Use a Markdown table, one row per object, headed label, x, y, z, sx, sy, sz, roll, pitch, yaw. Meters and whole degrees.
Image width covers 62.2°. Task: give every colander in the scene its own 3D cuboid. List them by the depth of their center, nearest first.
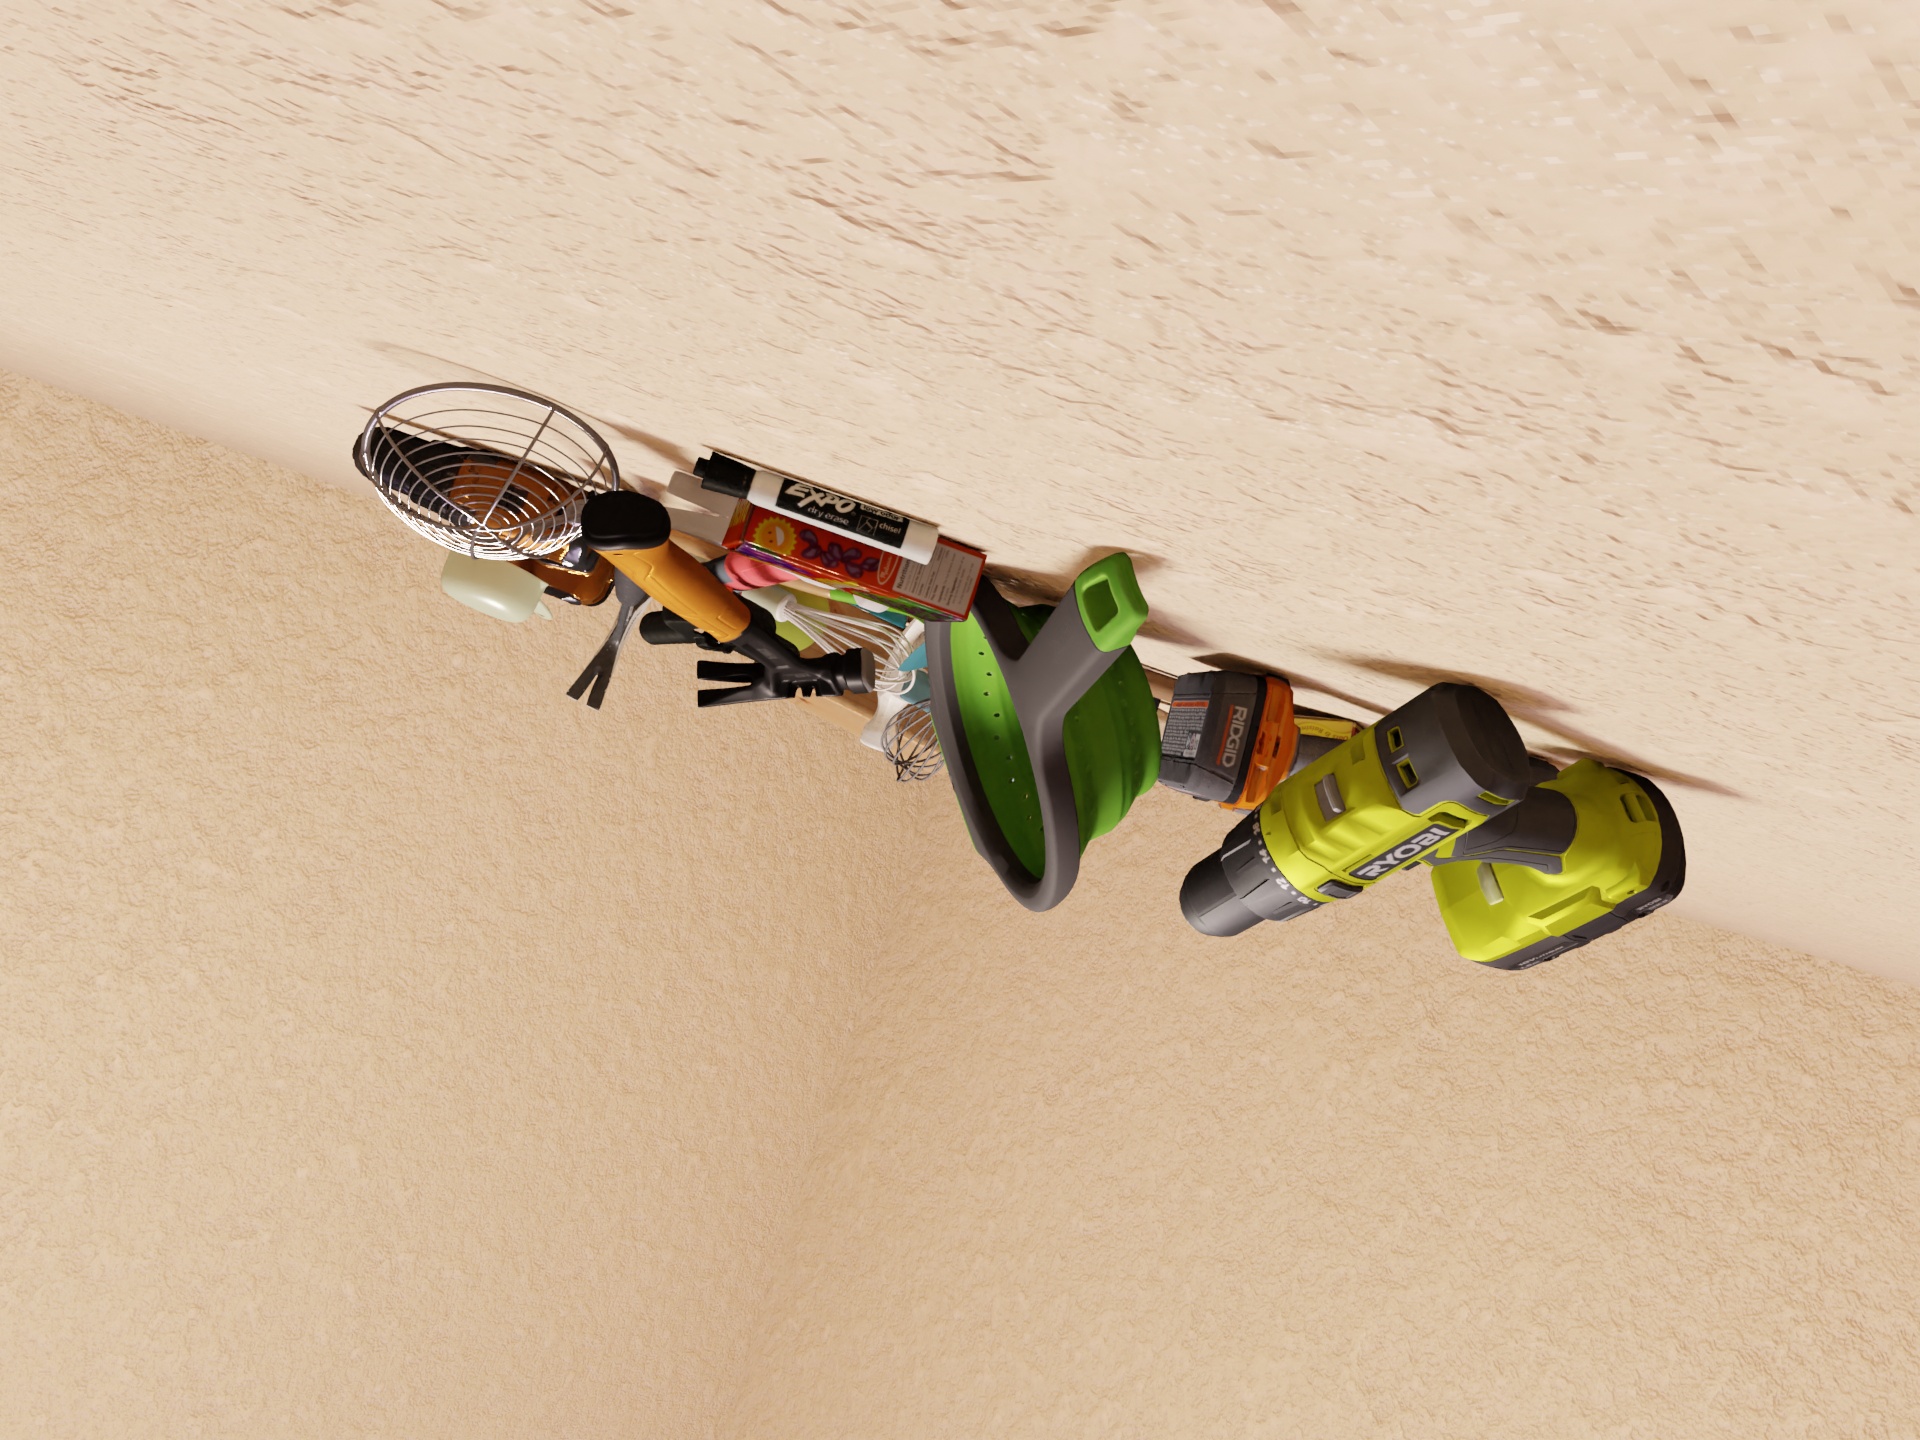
| label | x | y | z | sx | sy | sz | roll | pitch | yaw |
| --- | --- | --- | --- | --- | --- | --- | --- | --- | --- |
| colander | 0.069 | -0.018 | 0.853 | 0.094 | 0.204 | 0.397 | -16 | 169 | -13 |

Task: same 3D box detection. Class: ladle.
| label | x | y | z | sx | sy | sz | roll | pitch | yaw |
| --- | --- | --- | --- | --- | --- | --- | --- | --- | --- |
| ladle | -0.210 | -0.121 | 1.448 | 0.320 | 0.078 | 0.062 | 25 | 150 | 59 |

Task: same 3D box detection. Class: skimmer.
| label | x | y | z | sx | sy | sz | roll | pitch | yaw |
| --- | --- | --- | --- | --- | --- | --- | --- | --- | --- |
| skimmer | -0.239 | -0.148 | 0.939 | 0.127 | 0.090 | 0.363 | -2 | -170 | 0 |

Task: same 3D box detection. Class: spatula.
| label | x | y | z | sx | sy | sz | roll | pitch | yaw |
| --- | --- | --- | --- | --- | --- | --- | --- | --- | --- |
| spatula | 0.113 | -0.025 | 1.165 | 0.317 | 0.044 | 0.082 | 16 | 155 | -19 |

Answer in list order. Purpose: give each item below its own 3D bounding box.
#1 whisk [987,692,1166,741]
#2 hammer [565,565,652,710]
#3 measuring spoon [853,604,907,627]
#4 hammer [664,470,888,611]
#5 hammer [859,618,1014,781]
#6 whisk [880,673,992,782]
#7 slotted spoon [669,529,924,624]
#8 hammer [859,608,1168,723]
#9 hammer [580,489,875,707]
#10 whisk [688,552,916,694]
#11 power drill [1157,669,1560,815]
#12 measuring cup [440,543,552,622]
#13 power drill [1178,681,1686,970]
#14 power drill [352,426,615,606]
| label | x | y | z | sx | sy | sz | roll | pitch | yaw |
| --- | --- | --- | --- | --- | --- | --- | --- | --- | --- |
| whisk | 0.134 | 0.013 | 1.291 | 0.284 | 0.070 | 0.070 | 1 | 179 | 0 |
| hammer | -0.250 | -0.093 | 1.191 | 0.036 | 0.149 | 0.409 | 27 | 170 | -10 |
| measuring spoon | -0.097 | -0.110 | 1.270 | 0.128 | 0.021 | 0.042 | 27 | -177 | 11 |
| hammer | -0.159 | -0.108 | 1.078 | 0.143 | 0.038 | 0.386 | 20 | 175 | -18 |
| hammer | -0.002 | -0.004 | 1.239 | 0.033 | 0.128 | 0.331 | 17 | -174 | -23 |
| whisk | 0.001 | -0.017 | 1.116 | 0.055 | 0.055 | 0.239 | 18 | 148 | -17 |
| slotted spoon | -0.120 | -0.109 | 1.234 | 0.314 | 0.031 | 0.070 | 20 | 179 | 23 |
| hammer | 0.051 | -0.044 | 1.511 | 0.410 | 0.038 | 0.146 | 18 | 178 | 8 |
| hammer | -0.151 | -0.064 | 0.951 | 0.127 | 0.034 | 0.336 | -4 | 166 | 10 |
| whisk | -0.134 | -0.087 | 1.280 | 0.246 | 0.059 | 0.058 | 29 | -134 | 25 |
| power drill | 0.243 | 0.031 | 0.993 | 0.226 | 0.084 | 0.164 | 14 | 179 | -5 |
| measuring cup | -0.359 | -0.093 | 1.266 | 0.083 | 0.038 | 0.167 | 20 | 169 | 7 |
| power drill | 0.242 | 0.069 | 0.815 | 0.228 | 0.080 | 0.190 | 15 | 141 | -37 |
| power drill | -0.353 | -0.159 | 1.225 | 0.185 | 0.084 | 0.226 | 20 | 175 | -4 |
